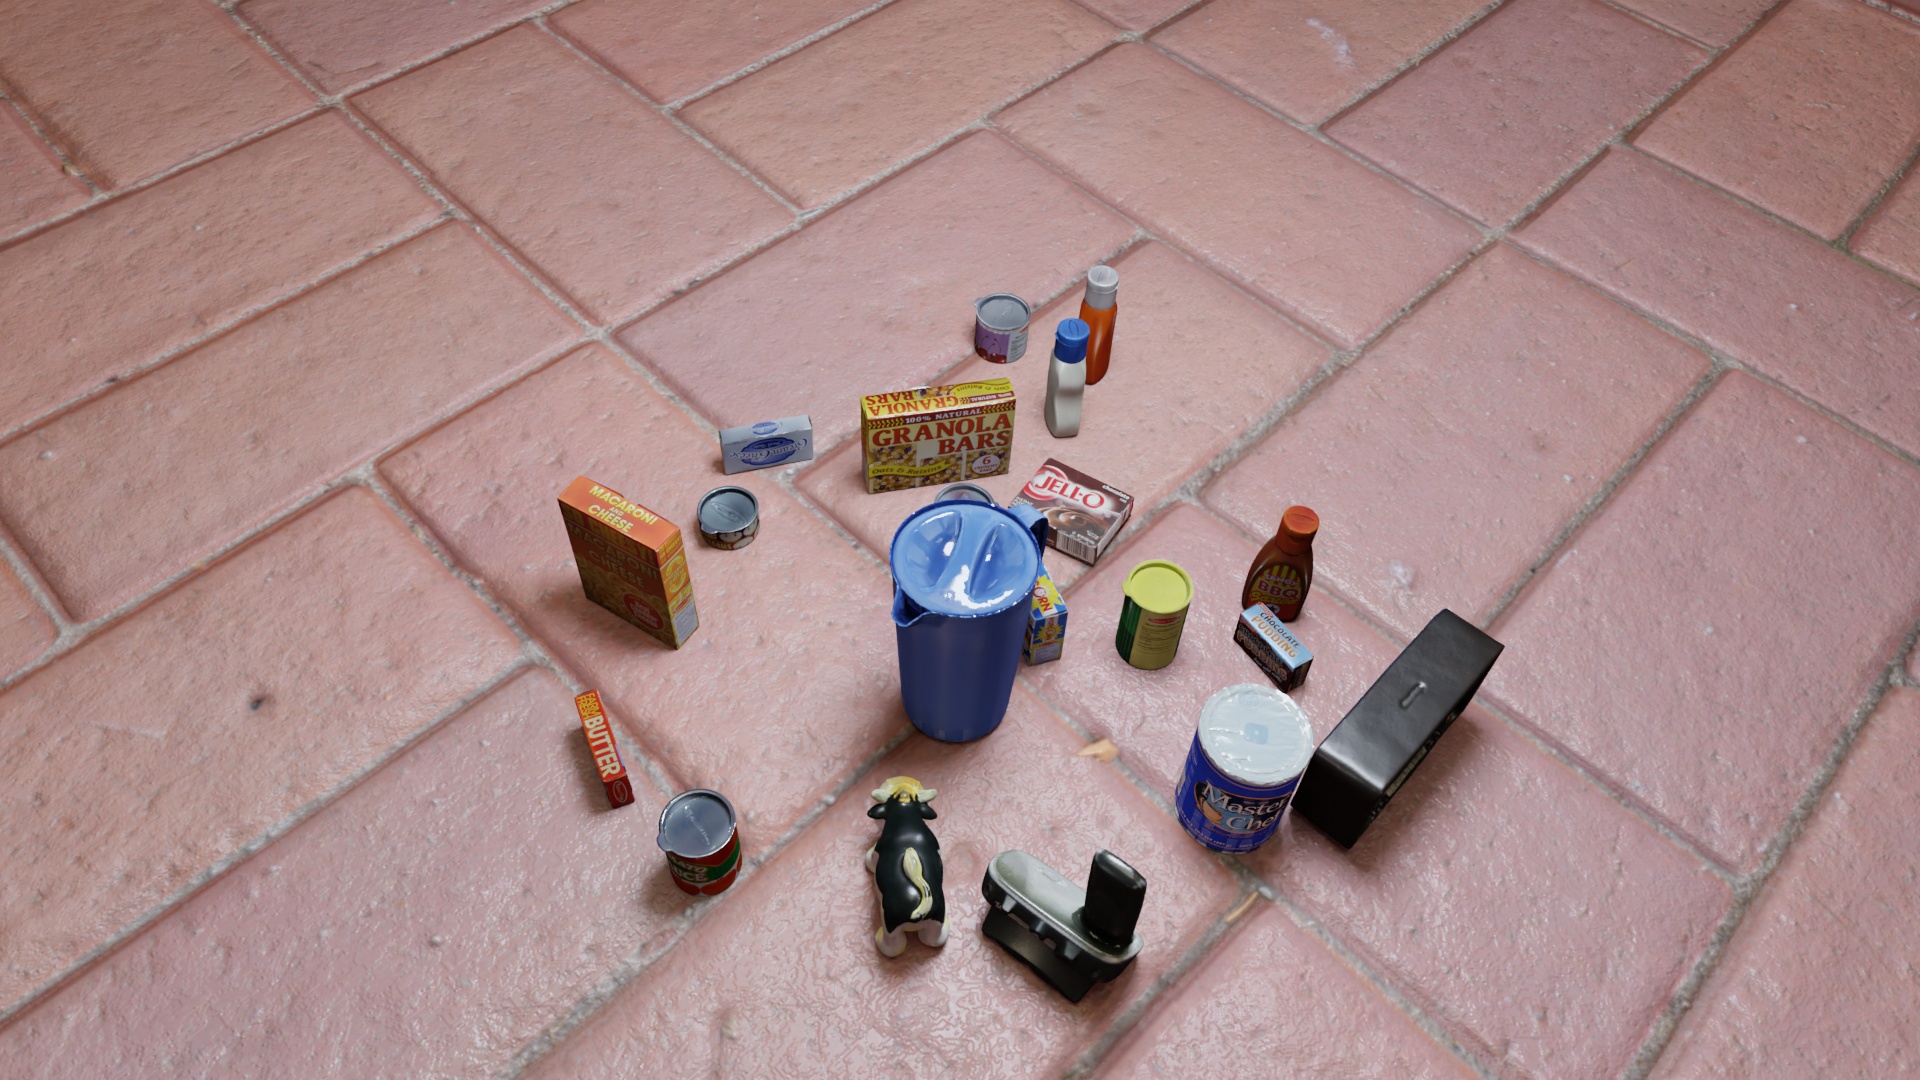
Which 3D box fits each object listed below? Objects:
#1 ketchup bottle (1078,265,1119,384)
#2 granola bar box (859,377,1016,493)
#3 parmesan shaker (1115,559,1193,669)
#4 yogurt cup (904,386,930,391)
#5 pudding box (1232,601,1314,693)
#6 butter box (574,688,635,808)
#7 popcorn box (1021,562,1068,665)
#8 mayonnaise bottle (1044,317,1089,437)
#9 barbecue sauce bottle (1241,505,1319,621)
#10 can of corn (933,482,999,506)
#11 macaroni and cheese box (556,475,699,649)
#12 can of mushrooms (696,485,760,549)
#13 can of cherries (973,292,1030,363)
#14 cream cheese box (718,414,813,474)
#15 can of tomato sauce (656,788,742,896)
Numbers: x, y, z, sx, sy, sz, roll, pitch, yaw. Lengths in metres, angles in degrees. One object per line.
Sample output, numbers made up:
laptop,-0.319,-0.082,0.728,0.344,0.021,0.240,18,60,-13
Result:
ketchup bottle,0.161,-0.257,1.643,0.043,0.148,0.065,18,53,11
granola bar box,-0.025,-0.115,1.534,0.166,0.123,0.039,-9,52,-10
parmesan shaker,0.192,0.076,1.406,0.071,0.102,0.072,2,51,-2
yogurt cup,-0.043,-0.135,1.594,0.072,0.053,0.073,2,51,-2
pudding box,0.320,0.109,1.420,0.030,0.049,0.084,-26,57,-22
butter box,-0.337,0.196,1.312,0.024,0.052,0.104,-19,55,-17
popcorn box,0.066,0.053,1.429,0.038,0.084,0.127,-15,54,-15
mayonnaise bottle,0.122,-0.188,1.585,0.041,0.147,0.065,-5,52,-7
barbecue sauce bottle,0.334,0.024,1.427,0.065,0.147,0.044,14,52,8
can of corn,0.005,-0.019,1.500,0.071,0.058,0.071,2,51,-2
macaroni and cheese box,-0.328,0.023,1.380,0.124,0.165,0.040,26,55,17
can of mushrooms,-0.253,-0.023,1.505,0.071,0.033,0.071,2,51,-2
can of cherries,0.049,-0.260,1.697,0.071,0.058,0.072,2,51,-2
cream cheese box,-0.218,-0.108,1.563,0.104,0.053,0.024,-12,53,-12
can of tomato sauce,-0.232,0.272,1.238,0.071,0.082,0.071,2,51,-2
